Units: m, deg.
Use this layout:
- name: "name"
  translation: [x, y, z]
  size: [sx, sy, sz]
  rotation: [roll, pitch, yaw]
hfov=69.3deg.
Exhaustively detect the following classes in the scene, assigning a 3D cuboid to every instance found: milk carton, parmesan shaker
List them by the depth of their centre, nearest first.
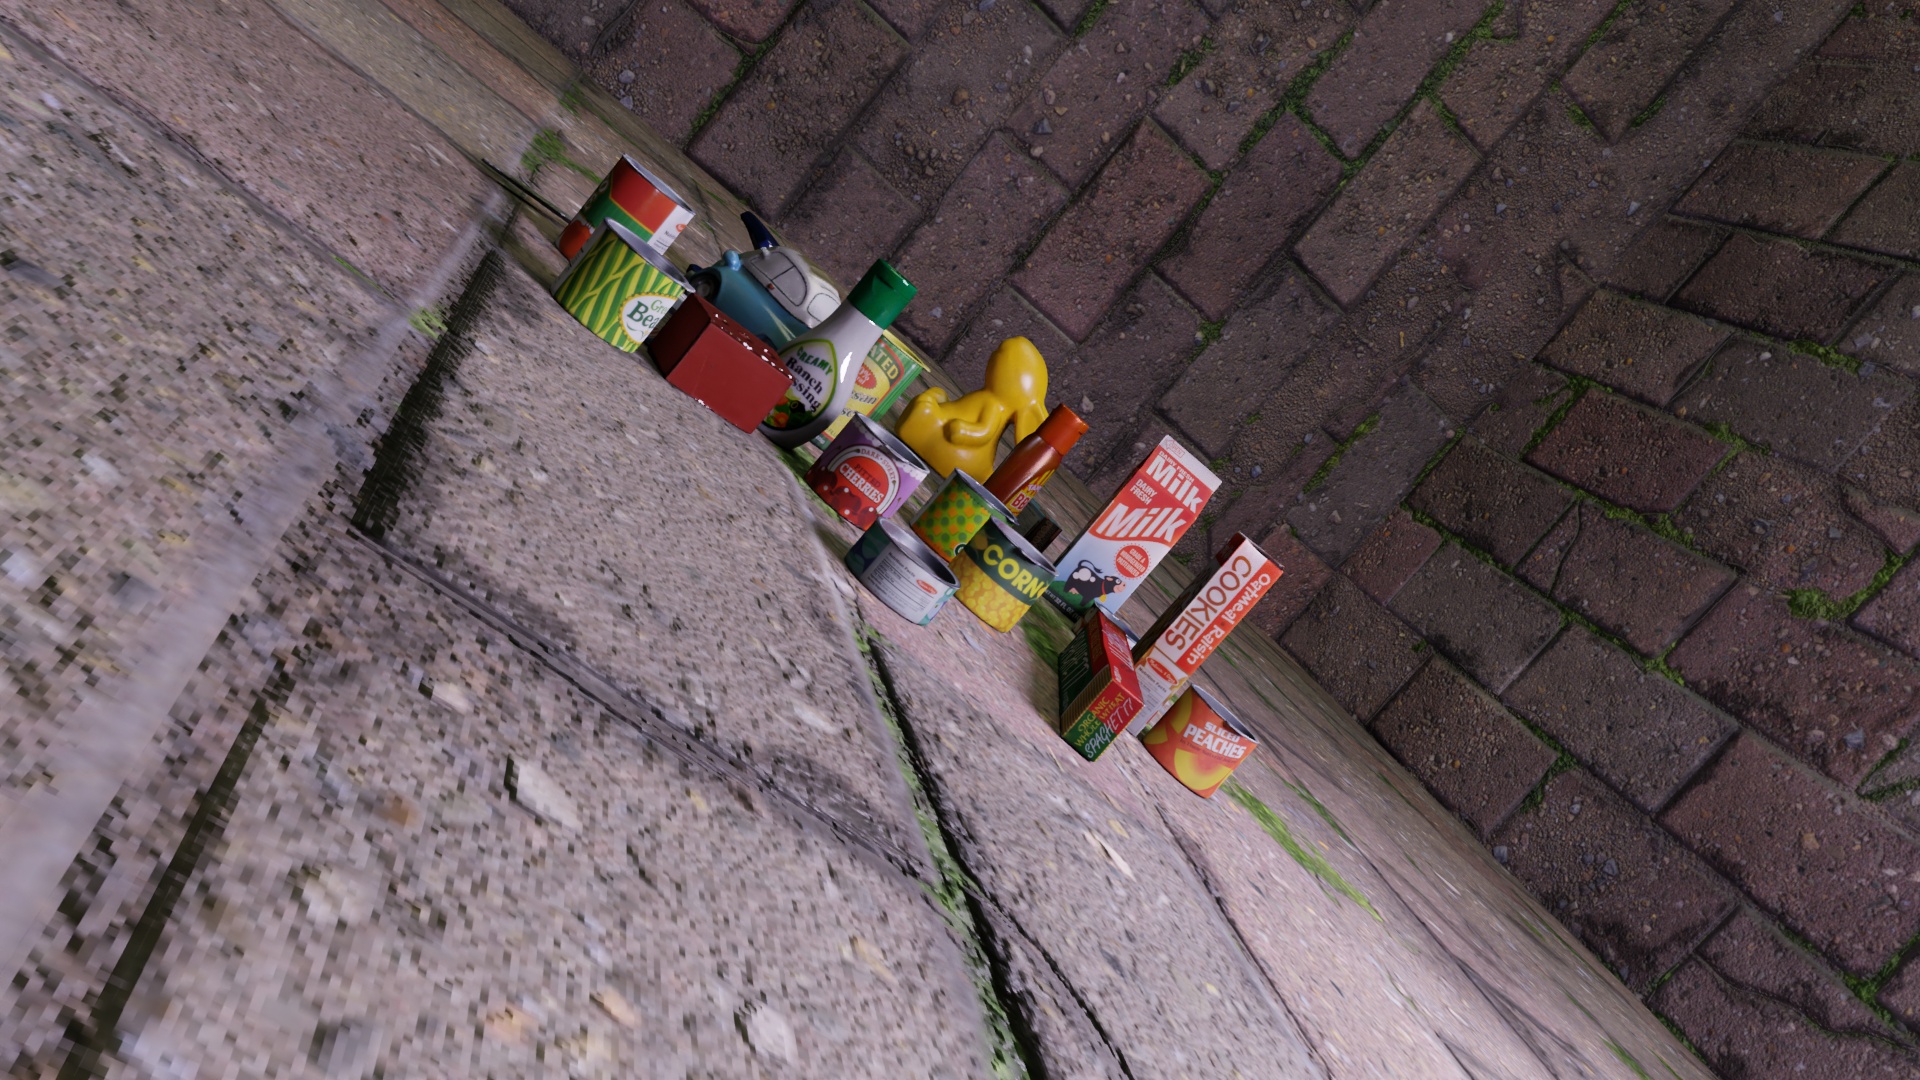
- name: "parmesan shaker"
  translation: [-0.084, -0.120, 1.114]
  size: [0.071, 0.103, 0.071]
  rotation: [40, 7, -6]
- name: "milk carton"
  translation: [0.161, -0.006, 1.324]
  size: [0.072, 0.190, 0.073]
  rotation: [41, 7, 0]

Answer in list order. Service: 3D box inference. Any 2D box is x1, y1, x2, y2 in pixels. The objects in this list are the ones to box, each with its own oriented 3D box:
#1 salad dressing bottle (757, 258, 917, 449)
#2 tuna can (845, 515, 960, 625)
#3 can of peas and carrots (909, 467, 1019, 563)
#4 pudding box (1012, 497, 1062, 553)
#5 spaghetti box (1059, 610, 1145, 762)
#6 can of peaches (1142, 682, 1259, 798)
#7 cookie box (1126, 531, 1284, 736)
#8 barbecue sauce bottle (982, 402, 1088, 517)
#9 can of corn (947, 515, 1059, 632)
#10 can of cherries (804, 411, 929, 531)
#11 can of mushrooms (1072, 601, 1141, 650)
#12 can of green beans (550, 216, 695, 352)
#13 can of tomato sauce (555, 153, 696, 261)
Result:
- name: "salad dressing bottle"
  translation: [-0.091, -0.134, 0.989]
  size: [0.064, 0.147, 0.044]
  rotation: [42, 7, 7]
- name: "tuna can"
  translation: [-0.035, 0.018, 0.839]
  size: [0.071, 0.033, 0.071]
  rotation: [40, 8, -6]
- name: "can of peas and carrots"
  translation: [0.004, -0.014, 1.106]
  size: [0.071, 0.058, 0.071]
  rotation: [40, 8, -6]
- name: "pudding box"
  translation: [0.069, -0.019, 1.476]
  size: [0.030, 0.049, 0.084]
  rotation: [36, 9, -32]
- name: "spaghetti box"
  translation: [0.095, 0.095, 0.965]
  size: [0.028, 0.050, 0.250]
  rotation: [41, 8, -2]
- name: "can of peaches"
  translation: [0.178, 0.150, 1.032]
  size: [0.071, 0.058, 0.071]
  rotation: [40, 8, -6]
- name: "cookie box"
  translation: [0.179, 0.069, 1.080]
  size: [0.040, 0.167, 0.123]
  rotation: [41, 7, 4]
- name: "barbecue sauce bottle"
  translation: [0.061, -0.065, 1.326]
  size: [0.044, 0.148, 0.065]
  rotation: [43, 8, 16]
- name: "can of corn"
  translation: [0.028, 0.025, 1.005]
  size: [0.071, 0.058, 0.071]
  rotation: [40, 8, -6]
- name: "can of cherries"
  translation: [-0.065, -0.046, 0.957]
  size: [0.071, 0.058, 0.071]
  rotation: [40, 8, -6]
- name: "can of mushrooms"
  translation: [0.135, 0.088, 1.259]
  size: [0.071, 0.033, 0.071]
  rotation: [40, 8, -6]
- name: "can of green beans"
  translation: [-0.216, -0.161, 0.879]
  size: [0.071, 0.057, 0.071]
  rotation: [40, 8, -6]
- name: "can of tomato sauce"
  translation: [-0.248, -0.232, 1.022]
  size: [0.071, 0.083, 0.071]
  rotation: [40, 7, -6]
